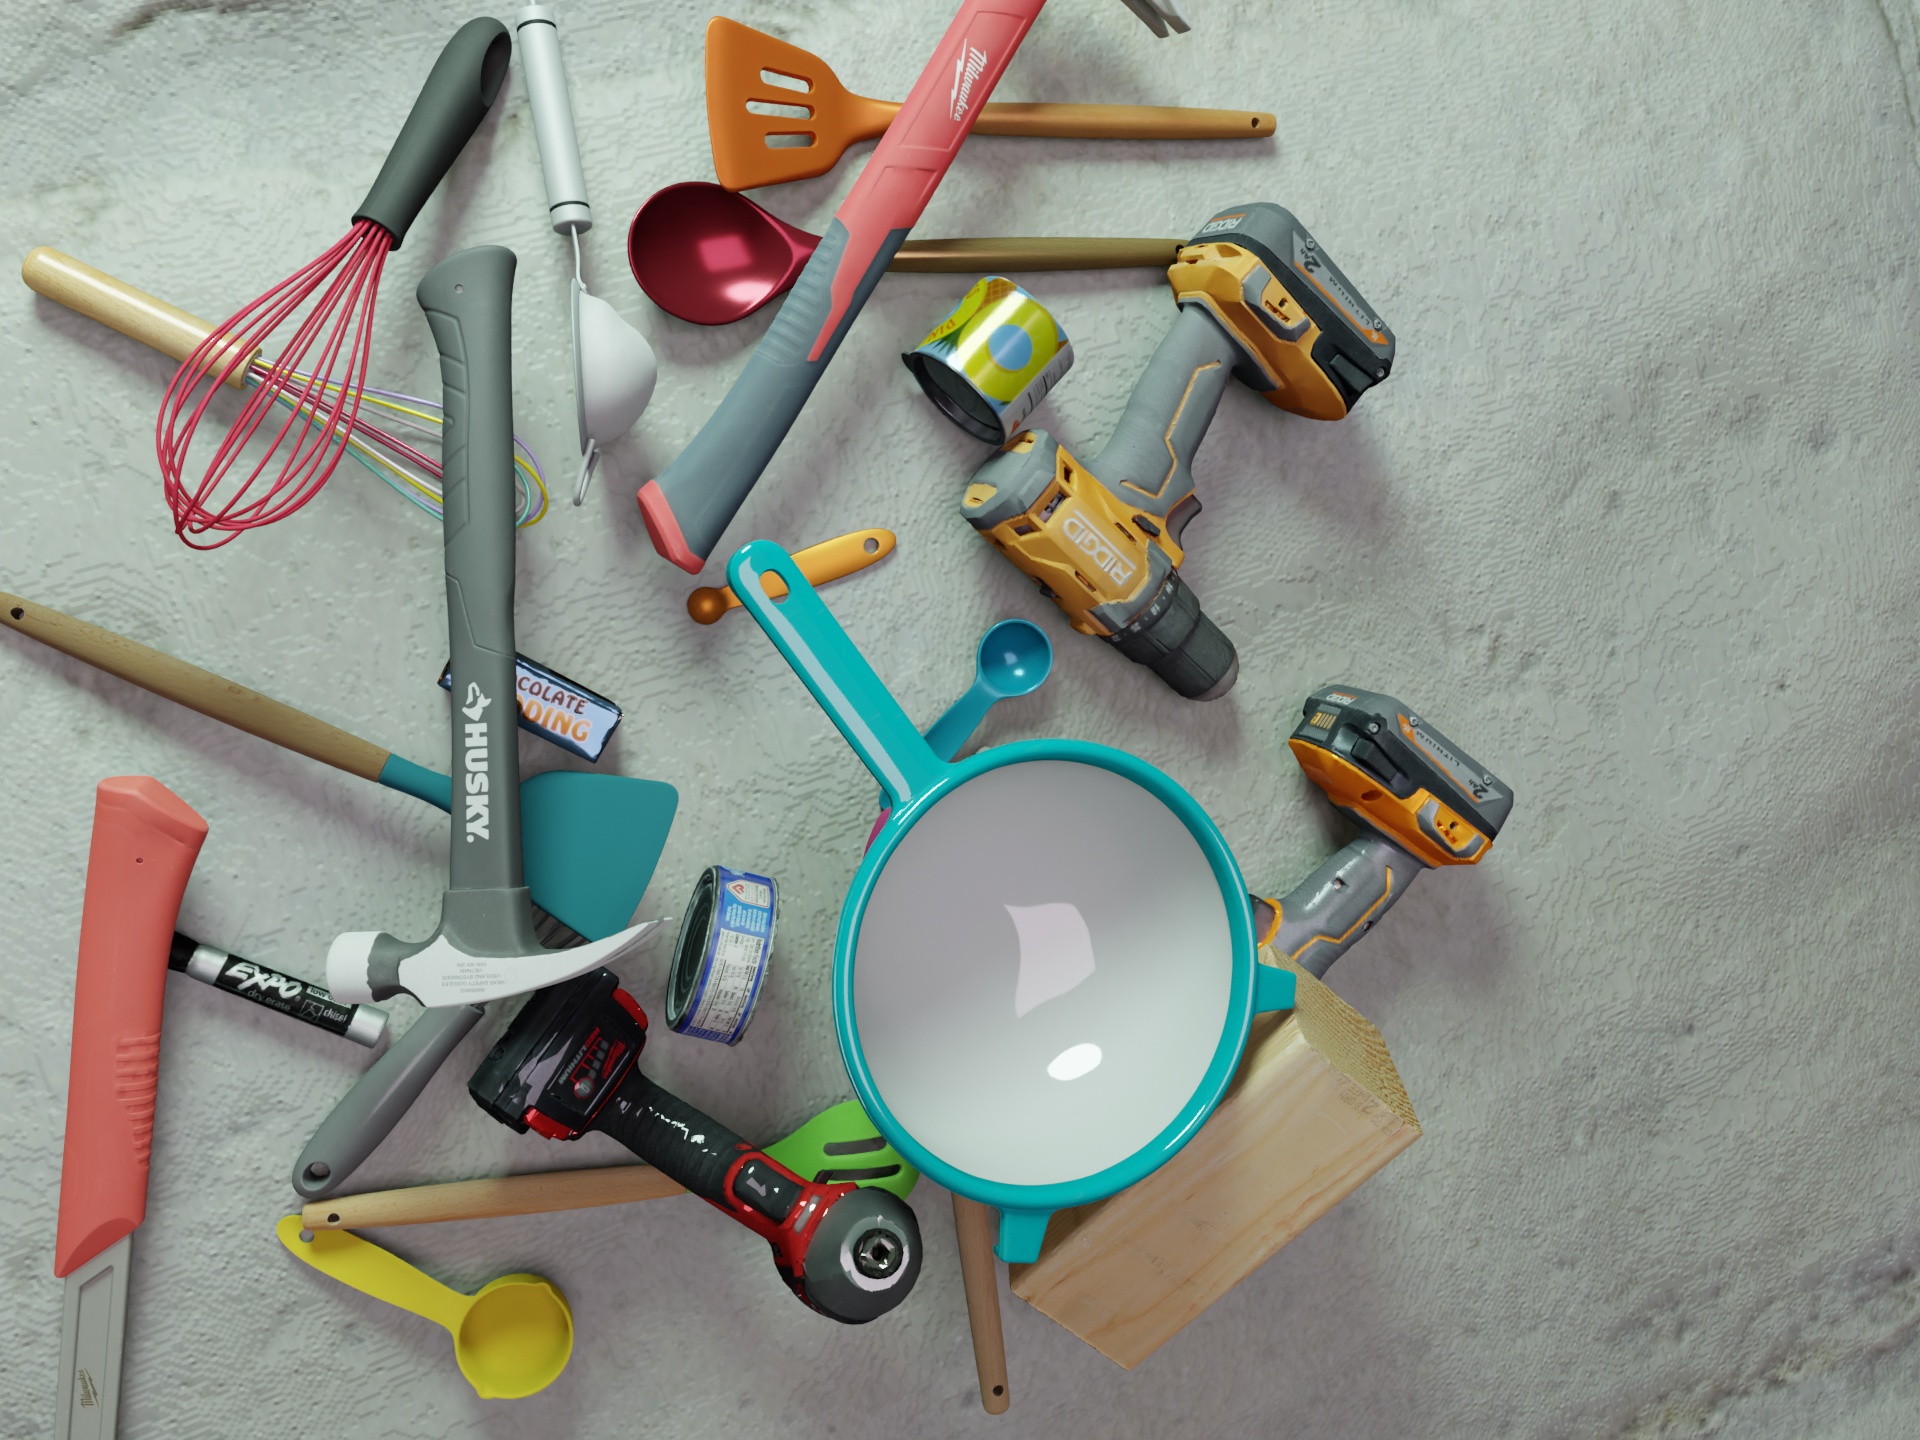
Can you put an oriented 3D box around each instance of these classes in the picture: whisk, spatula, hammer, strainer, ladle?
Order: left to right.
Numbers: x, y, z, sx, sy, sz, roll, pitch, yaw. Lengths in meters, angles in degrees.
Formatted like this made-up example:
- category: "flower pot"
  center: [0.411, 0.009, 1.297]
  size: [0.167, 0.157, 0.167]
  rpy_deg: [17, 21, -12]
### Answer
- category: "hammer"
  center: [-0.397, 0.203, 0.719]
  size: [0.149, 0.037, 0.359]
  rpy_deg: [6, 97, -18]
- category: "whisk"
  center: [-0.307, -0.149, 0.735]
  size: [0.245, 0.047, 0.051]
  rpy_deg: [26, 74, -13]
- category: "spatula"
  center: [-0.291, 0.009, 0.734]
  size: [0.317, 0.044, 0.082]
  rpy_deg: [24, 80, -11]
- category: "whisk"
  center: [-0.268, -0.202, 0.705]
  size: [0.073, 0.073, 0.296]
  rpy_deg: [28, 68, -18]
- category: "whisk"
  center: [-0.239, 0.139, 0.776]
  size: [0.055, 0.055, 0.239]
  rpy_deg: [42, 86, -16]
- category: "hammer"
  center: [-0.206, -0.044, 0.702]
  size: [0.146, 0.035, 0.335]
  rpy_deg: [-3, 86, 6]
- category: "strainer"
  center: [-0.181, -0.231, 0.754]
  size: [0.050, 0.087, 0.258]
  rpy_deg: [-11, 86, -9]
- category: "hammer"
  center: [-0.032, -0.236, 0.787]
  size: [0.143, 0.038, 0.386]
  rpy_deg: [31, 88, -28]
- category: "ladle"
  center: [-0.016, -0.243, 0.827]
  size: [0.315, 0.031, 0.069]
  rpy_deg: [-6, 101, -19]
- category: "strainer"
  center: [-0.009, 0.064, 0.740]
  size: [0.211, 0.095, 0.340]
  rpy_deg: [-39, 101, -18]
- category: "spatula"
  center: [0.024, -0.314, 0.827]
  size: [0.322, 0.041, 0.081]
  rpy_deg: [-6, 102, -18]

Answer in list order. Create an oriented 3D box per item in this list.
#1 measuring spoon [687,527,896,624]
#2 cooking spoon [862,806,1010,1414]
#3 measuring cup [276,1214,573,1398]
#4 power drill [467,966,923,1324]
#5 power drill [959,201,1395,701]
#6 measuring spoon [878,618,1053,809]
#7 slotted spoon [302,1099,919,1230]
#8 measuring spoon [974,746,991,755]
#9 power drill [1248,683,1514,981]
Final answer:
- category: "measuring spoon"
  center: [-0.086, -0.076, 0.824]
  size: [0.117, 0.011, 0.021]
  rpy_deg: [-22, 100, -15]
- category: "cooking spoon"
  center: [-0.001, 0.197, 0.805]
  size: [0.068, 0.017, 0.319]
  rpy_deg: [-9, 95, -17]
- category: "measuring cup"
  center: [-0.265, 0.282, 0.792]
  size: [0.156, 0.029, 0.062]
  rpy_deg: [29, 83, -6]
- category: "power drill"
  center: [-0.116, 0.205, 0.745]
  size: [0.219, 0.143, 0.078]
  rpy_deg: [35, 68, -1]
- category: "power drill"
  center: [0.133, -0.136, 0.856]
  size: [0.185, 0.084, 0.226]
  rpy_deg: [41, 86, -23]
- category: "measuring spoon"
  center: [-0.001, -0.003, 0.858]
  size: [0.042, 0.021, 0.128]
  rpy_deg: [41, 91, -17]
- category: "slotted spoon"
  center: [-0.167, 0.238, 0.811]
  size: [0.313, 0.031, 0.070]
  rpy_deg: [0, 93, -17]
- category: "measuring spoon"
  center: [0.020, 0.076, 0.865]
  size: [0.034, 0.018, 0.124]
  rpy_deg: [-7, 95, -17]
- category: "power drill"
  center: [0.187, 0.094, 0.889]
  size: [0.164, 0.084, 0.226]
  rpy_deg: [35, 87, -17]
